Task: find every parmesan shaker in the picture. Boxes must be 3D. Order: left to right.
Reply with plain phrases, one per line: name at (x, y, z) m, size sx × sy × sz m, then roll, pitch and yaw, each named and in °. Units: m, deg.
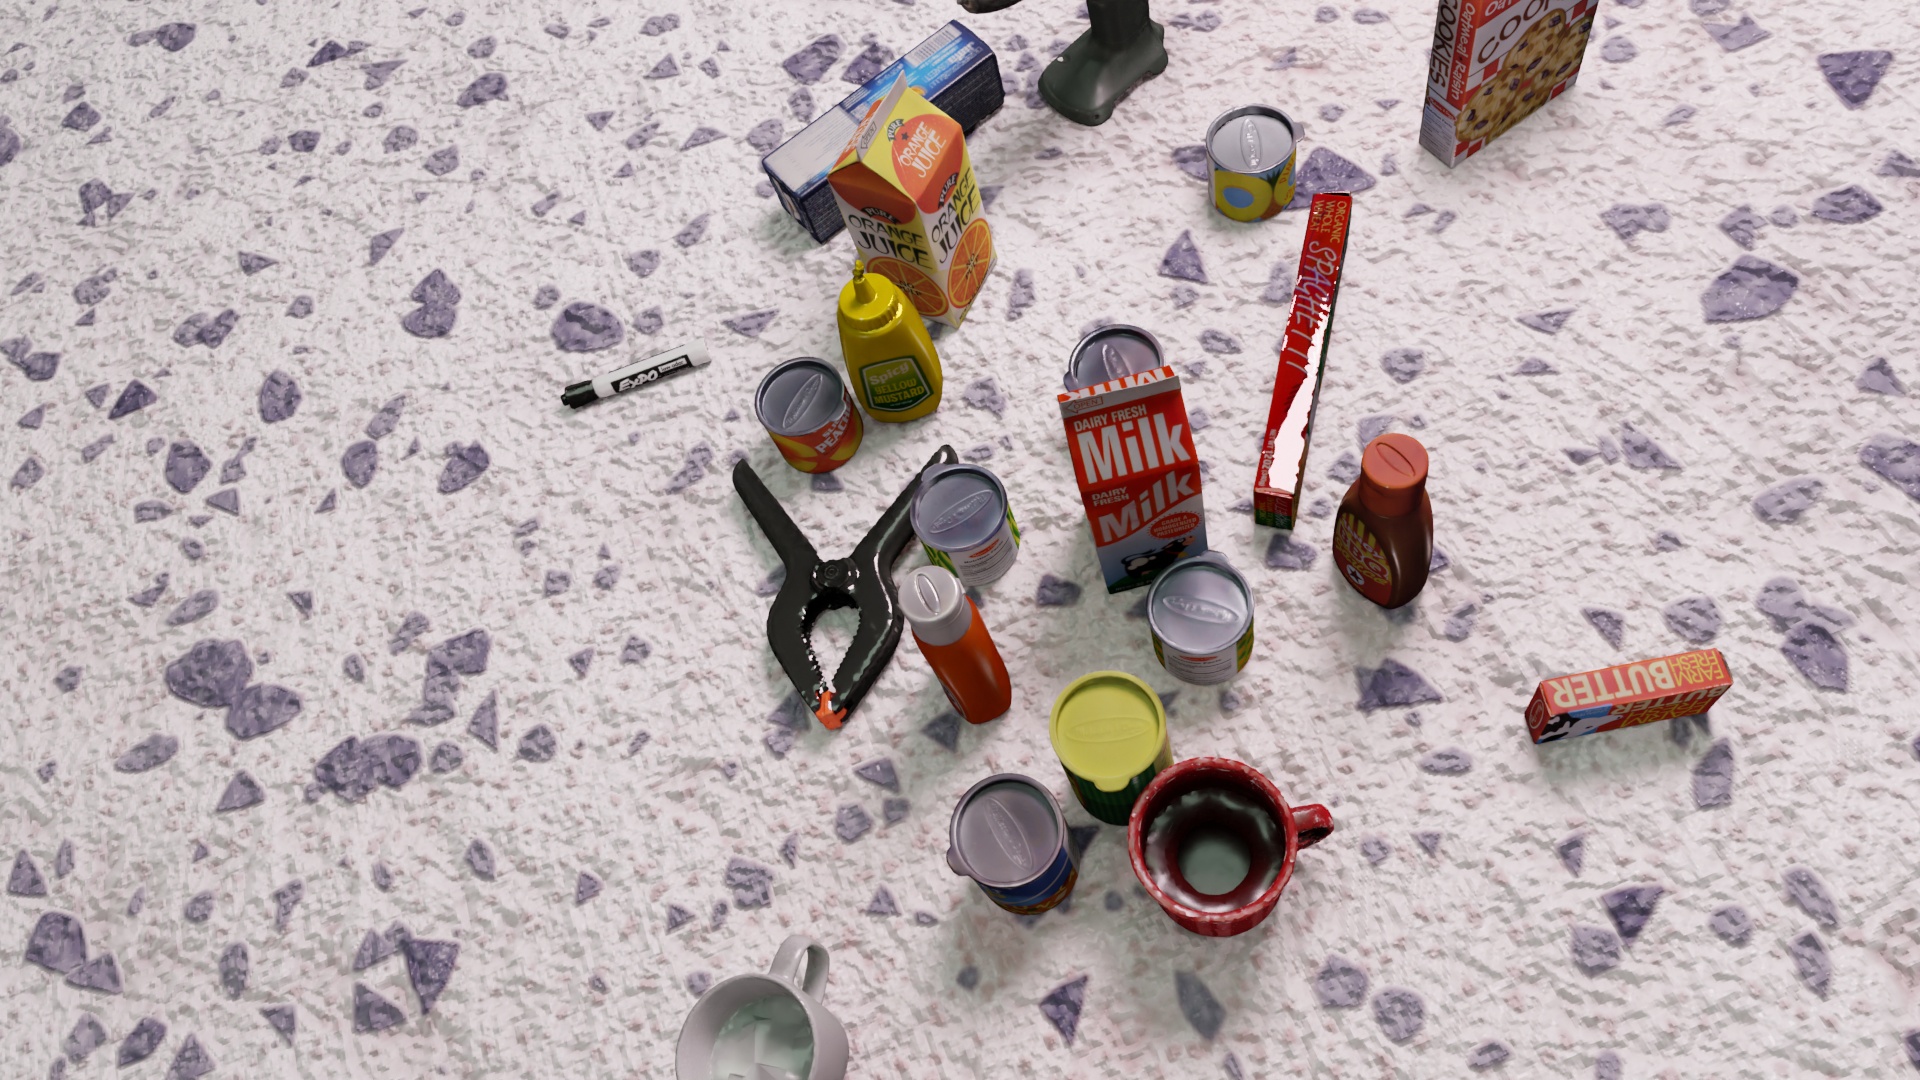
parmesan shaker at (0.092, 0.129, 0.826) m, size 0.071 × 0.102 × 0.071 m, roll -5°, pitch 63°, yaw 10°

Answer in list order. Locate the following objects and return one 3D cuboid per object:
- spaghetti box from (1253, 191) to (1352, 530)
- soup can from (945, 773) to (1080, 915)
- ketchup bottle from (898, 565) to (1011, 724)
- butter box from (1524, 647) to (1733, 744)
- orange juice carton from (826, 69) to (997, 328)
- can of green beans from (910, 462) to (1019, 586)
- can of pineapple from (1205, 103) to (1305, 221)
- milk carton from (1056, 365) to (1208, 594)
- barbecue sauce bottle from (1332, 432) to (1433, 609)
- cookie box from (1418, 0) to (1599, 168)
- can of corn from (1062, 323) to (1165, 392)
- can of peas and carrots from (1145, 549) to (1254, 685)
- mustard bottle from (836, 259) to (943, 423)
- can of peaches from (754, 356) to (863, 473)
spaghetti box at (0.237, -0.128, 0.955) m, size 0.029 × 0.050 × 0.251 m, roll 9°, pitch 66°, yaw 16°
soup can at (0.031, 0.183, 0.822) m, size 0.071 × 0.083 × 0.071 m, roll -5°, pitch 63°, yaw 10°
ketchup bottle at (-0.003, 0.061, 0.854) m, size 0.043 × 0.148 × 0.065 m, roll -26°, pitch 62°, yaw -1°
butter box at (0.388, 0.091, 0.810) m, size 0.103 × 0.053 × 0.024 m, roll -12°, pitch 62°, yaw 6°
orange juice carton at (-0.035, -0.241, 0.988) m, size 0.073 × 0.192 × 0.072 m, roll 21°, pitch 70°, yaw 21°
can of green beans at (0.004, -0.010, 0.940) m, size 0.071 × 0.057 × 0.071 m, roll -5°, pitch 63°, yaw 10°
can of pineapple at (0.218, -0.279, 1.031) m, size 0.071 × 0.057 × 0.071 m, roll -5°, pitch 63°, yaw 10°
milk carton at (0.107, -0.043, 0.860) m, size 0.072 × 0.190 × 0.074 m, roll -14°, pitch 62°, yaw 5°
barbecue sauce bottle at (0.256, -0.013, 0.837) m, size 0.044 × 0.148 × 0.065 m, roll -36°, pitch 62°, yaw -7°
cookie box at (0.388, -0.359, 0.973) m, size 0.123 × 0.166 × 0.040 m, roll -35°, pitch 62°, yaw -6°
can of corn at (0.109, -0.106, 0.966) m, size 0.071 × 0.058 × 0.071 m, roll -5°, pitch 63°, yaw 10°
can of peas and carrots at (0.153, 0.049, 0.878) m, size 0.071 × 0.058 × 0.071 m, roll -5°, pitch 63°, yaw 10°
mustard bottle at (-0.054, -0.139, 0.960) m, size 0.065 × 0.159 × 0.049 m, roll -14°, pitch 62°, yaw 5°
can of peaches at (-0.106, -0.089, 1.003) m, size 0.071 × 0.058 × 0.071 m, roll -5°, pitch 63°, yaw 10°
